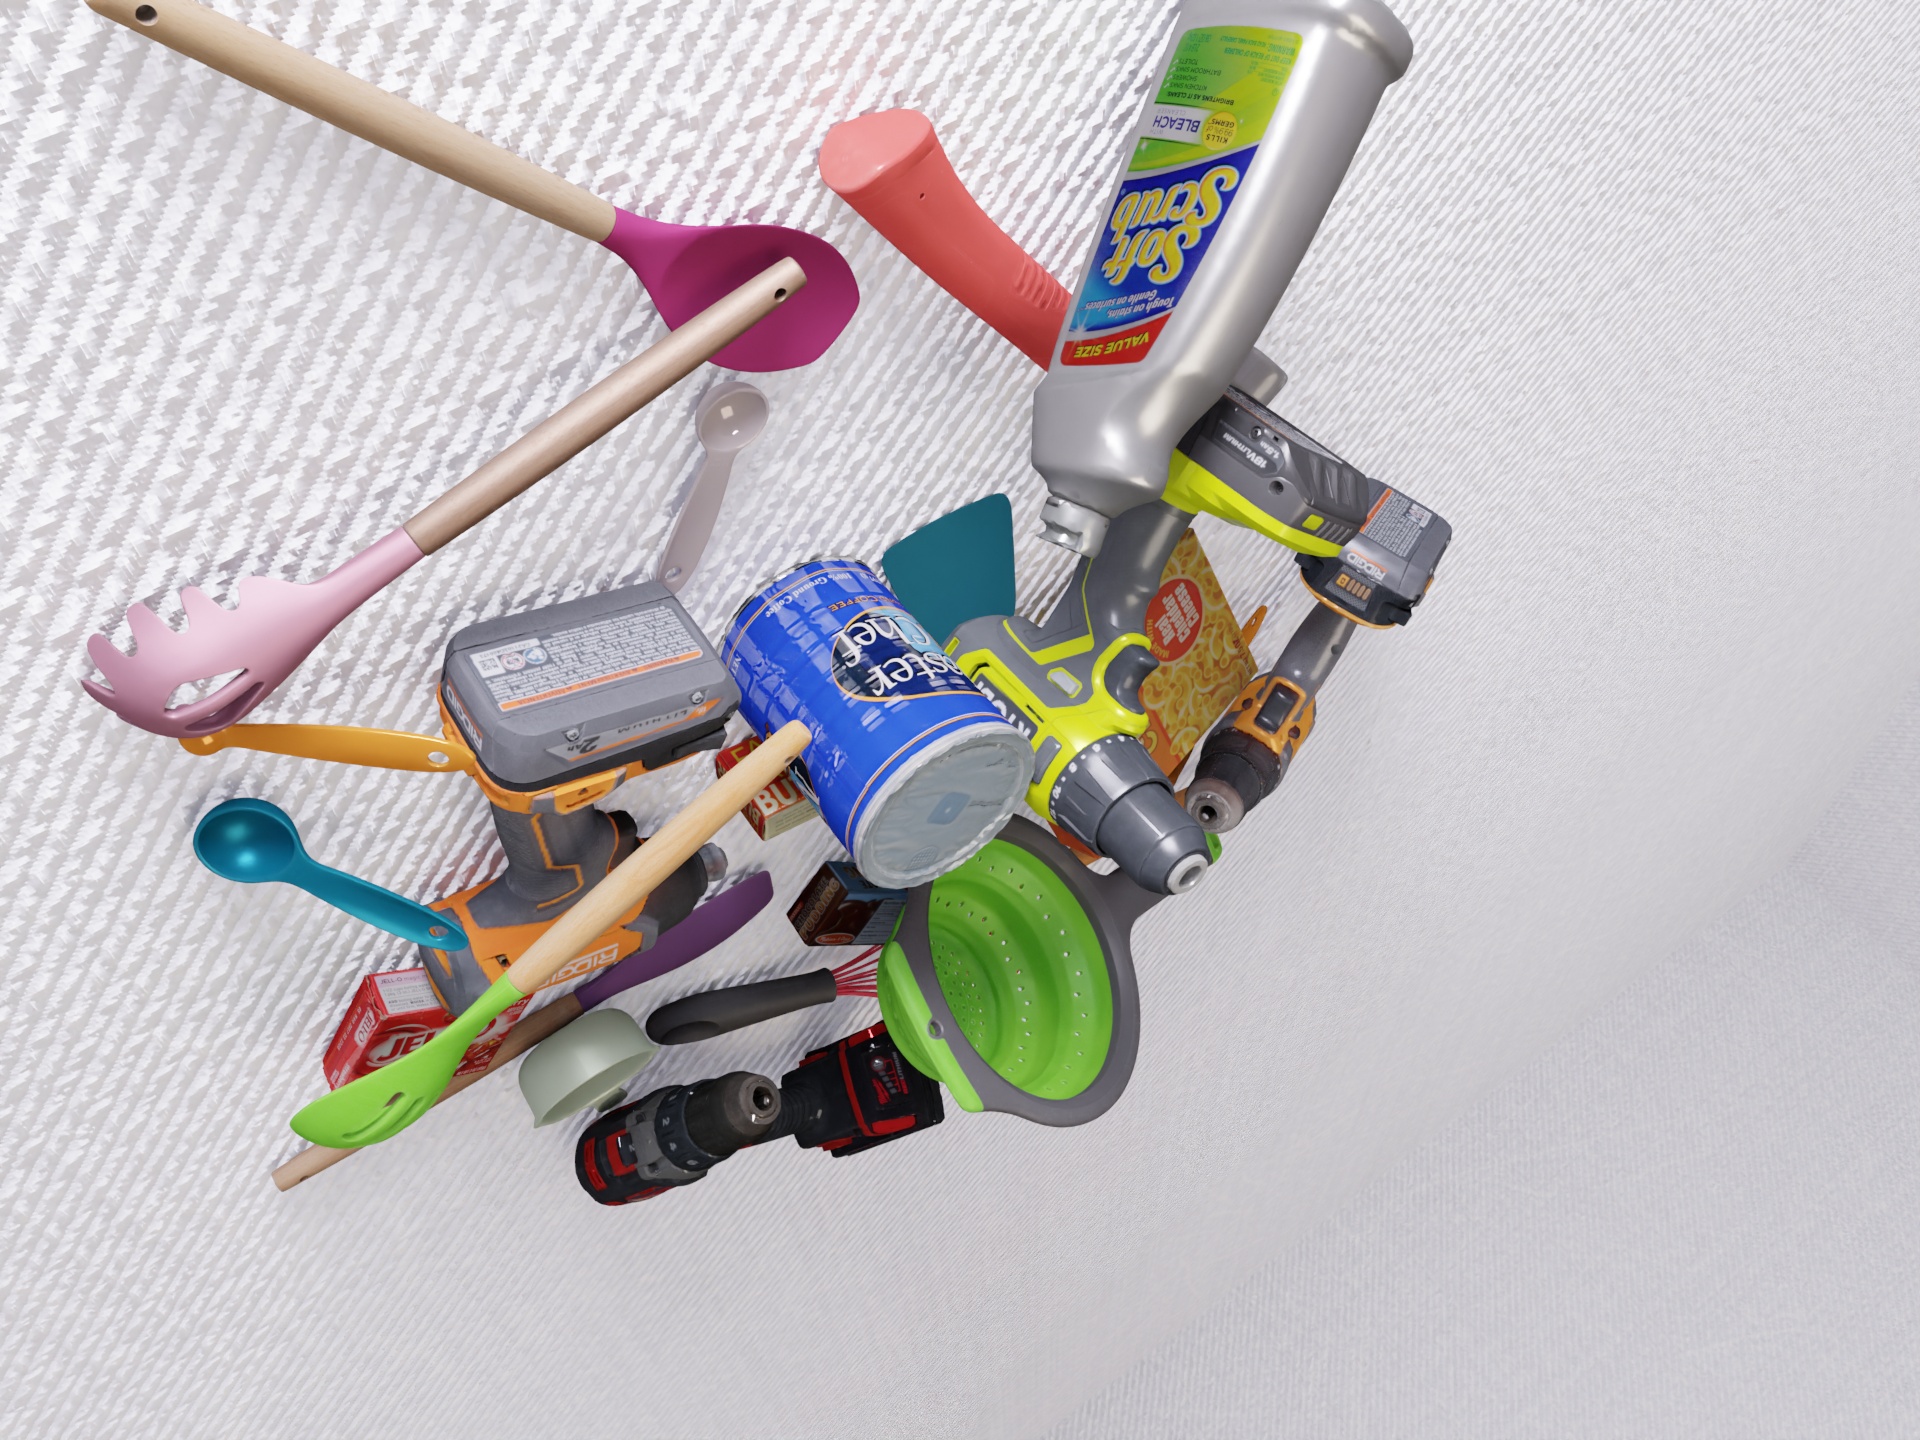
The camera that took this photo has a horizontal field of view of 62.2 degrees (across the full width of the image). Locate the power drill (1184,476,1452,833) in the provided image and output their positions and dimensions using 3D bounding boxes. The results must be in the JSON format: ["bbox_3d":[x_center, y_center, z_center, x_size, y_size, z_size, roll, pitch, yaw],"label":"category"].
[{"bbox_3d":[0.228,-0.034,1.066,0.185,0.084,0.226,-43,163,-54],"label":"power drill"}]

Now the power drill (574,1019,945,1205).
[{"bbox_3d":[-0.116,0.252,1.038,0.226,0.080,0.188,-3,159,-44],"label":"power drill"}]

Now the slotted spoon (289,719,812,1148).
[{"bbox_3d":[-0.188,0.105,0.739,0.314,0.031,0.070,-41,158,7],"label":"slotted spoon"}]

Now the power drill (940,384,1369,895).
[{"bbox_3d":[0.096,-0.046,0.786,0.080,0.191,0.228,9,119,-46],"label":"power drill"}]

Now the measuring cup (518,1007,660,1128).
[{"bbox_3d":[-0.224,0.212,0.964,0.083,0.038,0.167,-32,168,-16],"label":"measuring cup"}]

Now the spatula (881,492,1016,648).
[{"bbox_3d":[-0.002,-0.003,0.957,0.082,0.044,0.317,-30,152,-20],"label":"spatula"}]

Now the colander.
[{"bbox_3d":[0.060,0.147,1.073,0.094,0.204,0.397,-30,176,37],"label":"colander"}]

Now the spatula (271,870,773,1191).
[{"bbox_3d":[-0.242,0.177,0.916,0.316,0.018,0.059,-30,152,-20],"label":"spatula"}]

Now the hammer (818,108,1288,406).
[{"bbox_3d":[0.043,-0.179,0.774,0.149,0.037,0.358,-50,148,13],"label":"hammer"}]

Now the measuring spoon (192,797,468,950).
[{"bbox_3d":[-0.274,0.068,0.703,0.128,0.021,0.042,34,113,-32],"label":"measuring spoon"}]

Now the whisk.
[{"bbox_3d":[-0.072,0.174,1.067,0.295,0.073,0.073,-9,136,-33],"label":"whisk"}]

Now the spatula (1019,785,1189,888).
[{"bbox_3d":[0.152,0.060,1.204,0.322,0.041,0.081,-27,146,-16],"label":"spatula"}]

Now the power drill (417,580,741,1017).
[{"bbox_3d":[-0.174,0.043,0.769,0.164,0.084,0.226,-19,146,-34],"label":"power drill"}]

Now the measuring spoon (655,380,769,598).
[{"bbox_3d":[-0.119,-0.104,0.714,0.034,0.018,0.124,-12,145,-40],"label":"measuring spoon"}]

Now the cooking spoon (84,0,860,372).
[{"bbox_3d":[-0.148,-0.188,0.569,0.068,0.017,0.318,-47,149,22],"label":"cooking spoon"}]

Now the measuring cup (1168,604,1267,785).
[{"bbox_3d":[0.140,-0.021,1.069,0.174,0.052,0.095,-52,149,-16],"label":"measuring cup"}]

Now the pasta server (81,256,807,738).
[{"bbox_3d":[-0.193,-0.090,0.619,0.316,0.040,0.060,-37,149,-8],"label":"pasta server"}]

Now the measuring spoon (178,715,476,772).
[{"bbox_3d":[-0.257,0.012,0.644,0.117,0.011,0.021,6,131,-9],"label":"measuring spoon"}]
